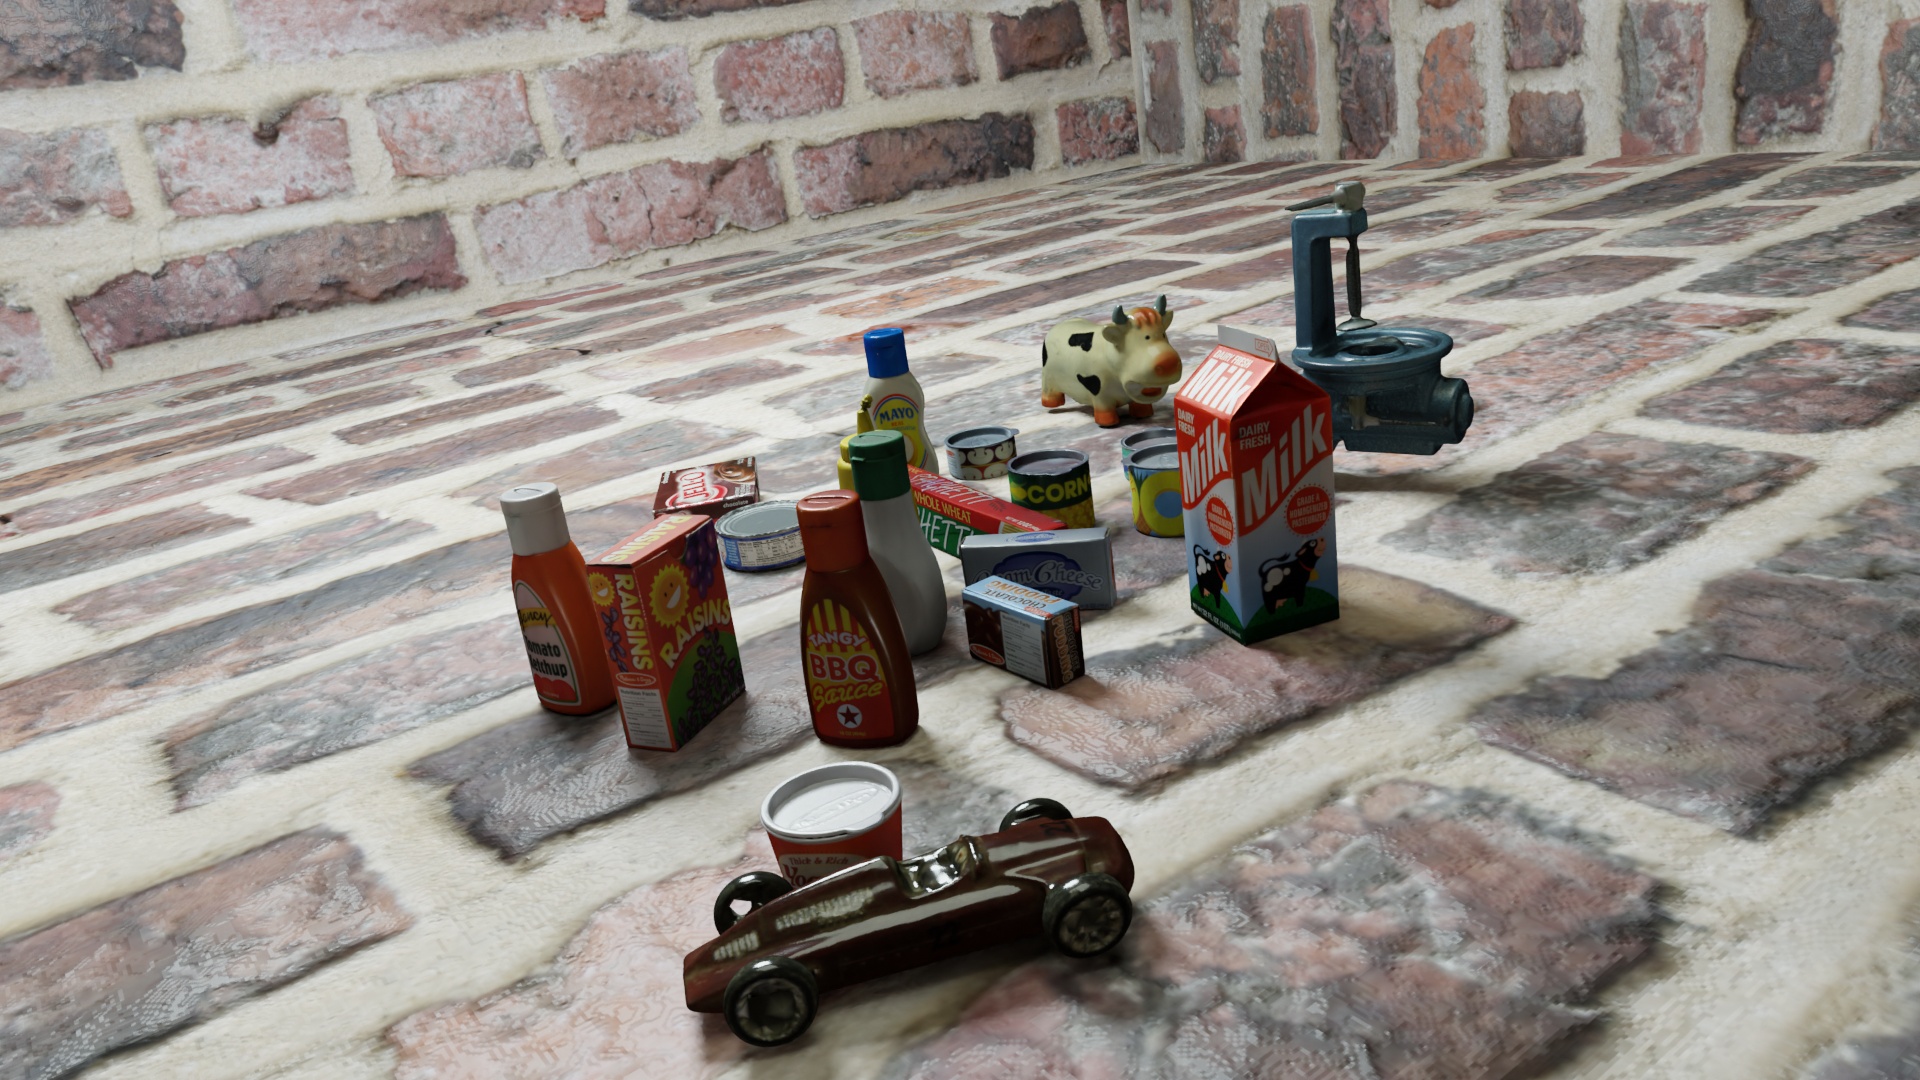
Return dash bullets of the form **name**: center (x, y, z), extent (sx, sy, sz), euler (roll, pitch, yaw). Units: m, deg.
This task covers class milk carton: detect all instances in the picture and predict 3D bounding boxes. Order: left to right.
- **milk carton**: center (0.186, -0.039, 0.876), extent (0.073, 0.189, 0.072), euler (-14, 20, -16)

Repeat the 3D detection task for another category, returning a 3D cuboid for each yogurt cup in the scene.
- **yogurt cup**: center (-0.058, 0.145, 0.663), extent (0.072, 0.053, 0.072), euler (-7, 20, 3)

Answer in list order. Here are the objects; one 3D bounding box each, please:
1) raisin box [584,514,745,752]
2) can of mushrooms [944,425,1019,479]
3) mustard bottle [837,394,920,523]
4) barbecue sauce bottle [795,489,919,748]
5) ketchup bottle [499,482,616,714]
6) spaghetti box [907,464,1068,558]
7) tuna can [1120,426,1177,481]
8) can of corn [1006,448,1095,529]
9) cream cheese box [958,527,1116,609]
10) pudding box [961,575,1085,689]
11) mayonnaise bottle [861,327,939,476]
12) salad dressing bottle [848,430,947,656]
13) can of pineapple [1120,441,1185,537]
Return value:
- **raisin box**: center (-0.179, 0.055, 0.856), extent (0.040, 0.123, 0.086), euler (1, 21, 25)
- **can of mushrooms**: center (0.022, -0.082, 1.290), extent (0.071, 0.033, 0.071), euler (-7, 20, 3)
- **mustard bottle**: center (-0.059, -0.025, 0.978), extent (0.049, 0.159, 0.065), euler (-16, 21, -22)
- **barbecue sauce bottle**: center (-0.065, 0.045, 0.802), extent (0.065, 0.148, 0.044), euler (0, 21, 21)
- **ketchup bottle**: center (-0.262, 0.037, 0.901), extent (0.065, 0.148, 0.044), euler (7, 25, 38)
- **spaghetti box**: center (0.004, -0.014, 1.083), extent (0.029, 0.050, 0.250), euler (-19, 22, -27)
- **tuna can**: center (0.174, -0.074, 1.212), extent (0.071, 0.032, 0.071), euler (-7, 20, 3)
- **can of corn**: center (0.073, -0.036, 1.106), extent (0.071, 0.058, 0.071), euler (-7, 20, 3)
- **cream cheese box**: center (0.054, 0.022, 0.962), extent (0.104, 0.053, 0.024), euler (-3, 20, 13)
- **pudding box**: center (0.039, 0.057, 0.876), extent (0.030, 0.049, 0.084), euler (-22, 24, -34)
- **mayonnaise bottle**: center (-0.059, -0.114, 1.240), extent (0.065, 0.147, 0.041), euler (-10, 19, -5)
- **salad dressing bottle**: center (-0.045, 0.002, 0.915), extent (0.064, 0.147, 0.044), euler (8, 25, 39)
- **can of pineapple**: center (0.163, -0.040, 1.084), extent (0.071, 0.057, 0.071), euler (-7, 20, 3)
